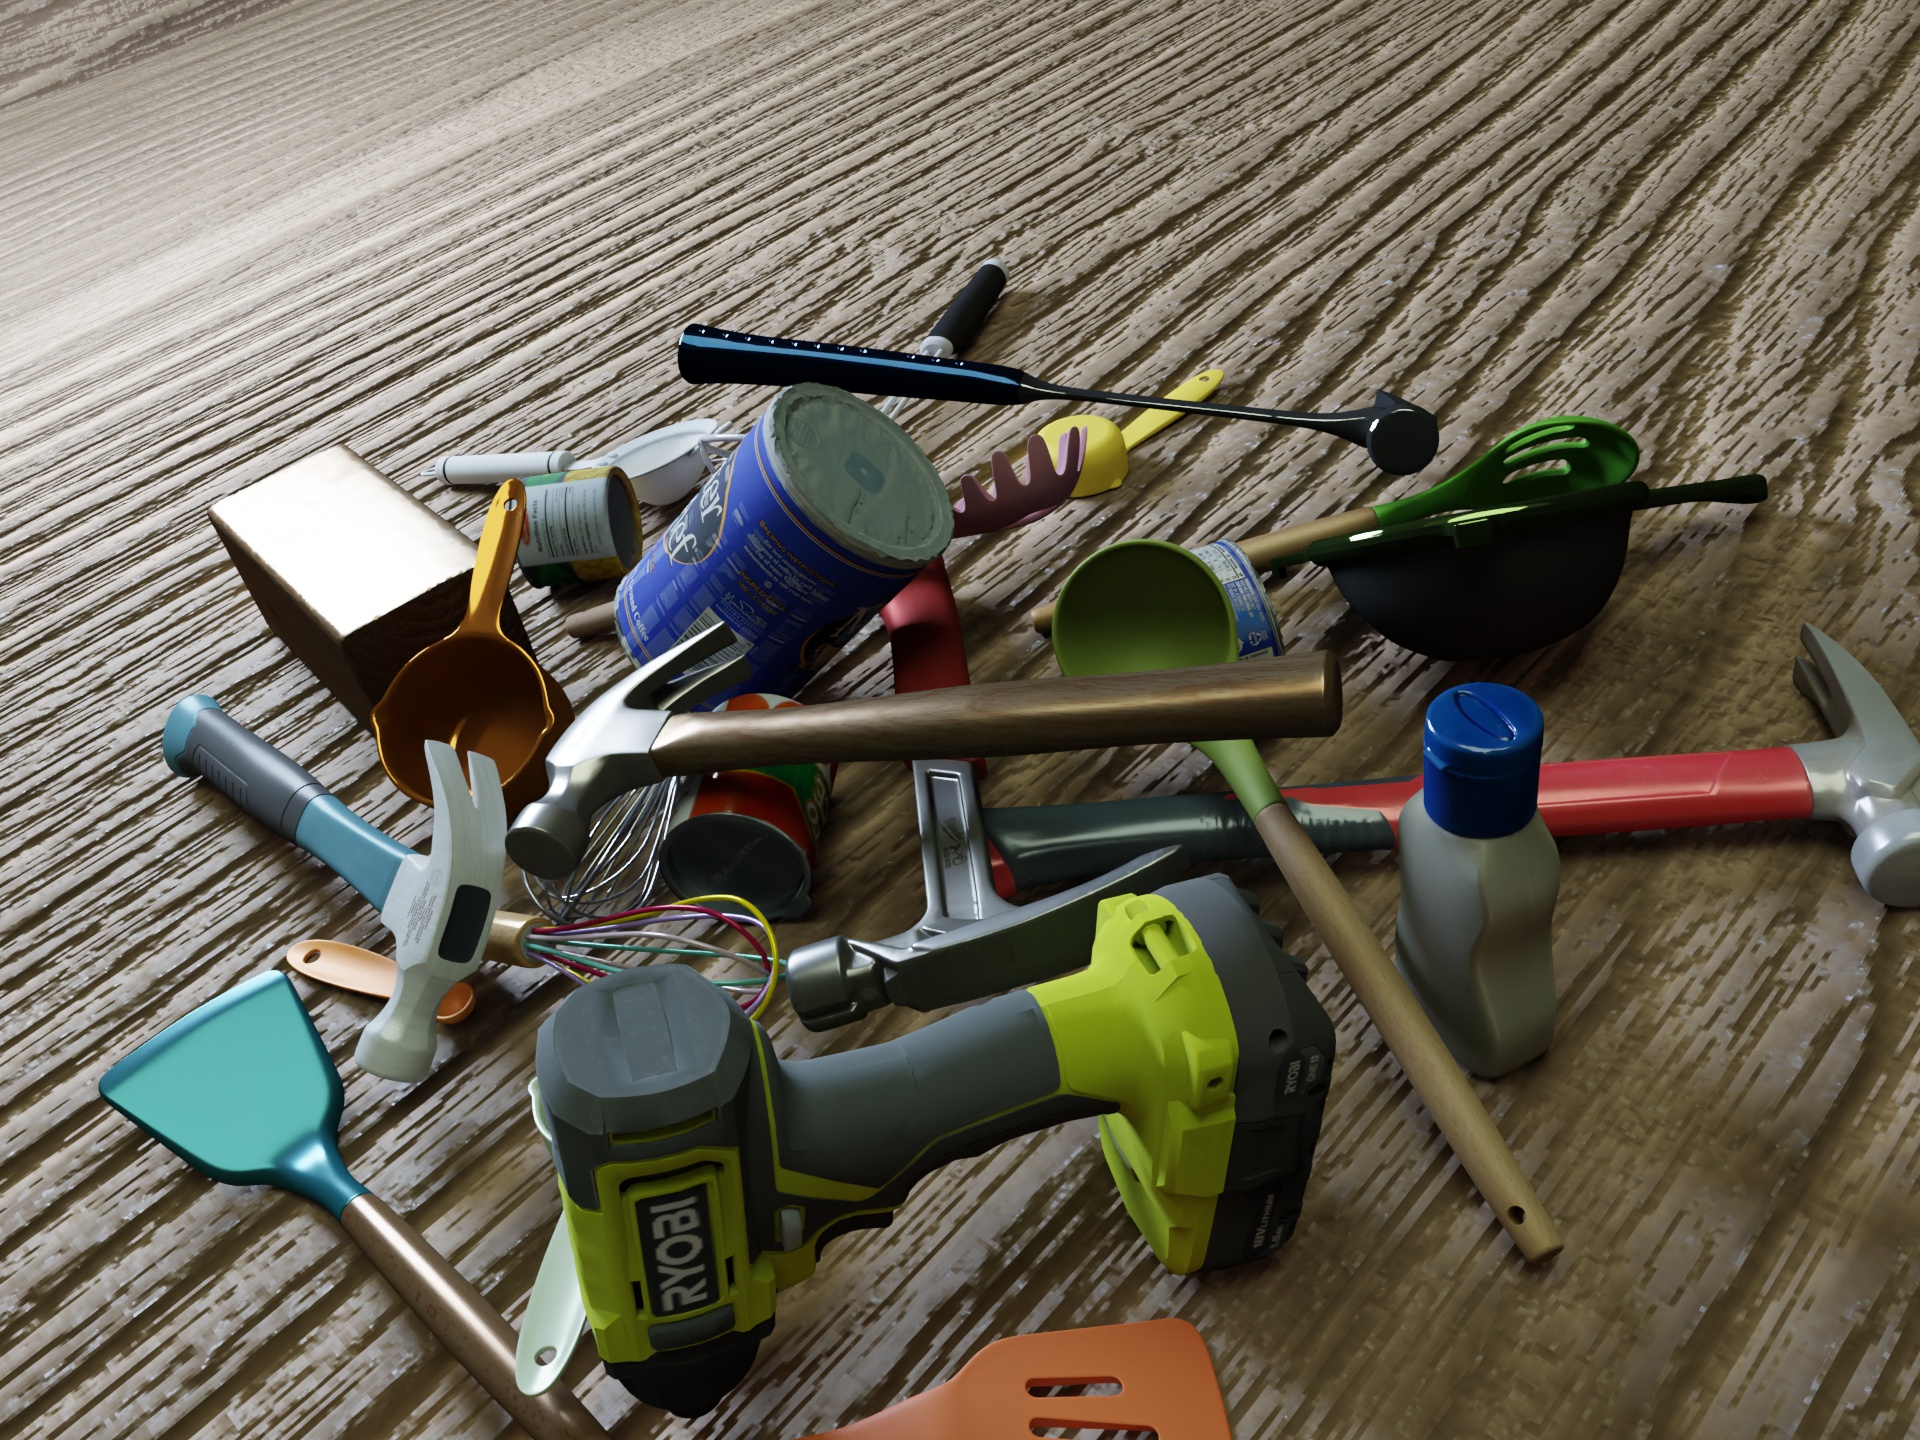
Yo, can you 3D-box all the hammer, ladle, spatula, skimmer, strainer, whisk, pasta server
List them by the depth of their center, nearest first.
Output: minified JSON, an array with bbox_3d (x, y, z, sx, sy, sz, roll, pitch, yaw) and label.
[{"bbox_3d":[-0.078,0.241,0.492,0.322,0.041,0.081,-13,37,6],"label":"spatula"},{"bbox_3d":[-0.209,0.181,0.568,0.318,0.044,0.082,20,44,42],"label":"spatula"},{"bbox_3d":[0.122,0.052,0.593,0.078,0.062,0.321,-43,50,21],"label":"ladle"},{"bbox_3d":[-0.017,0.001,0.633,0.331,0.031,0.130,-5,39,21],"label":"hammer"},{"bbox_3d":[-0.158,0.089,0.649,0.245,0.047,0.051,1,16,40],"label":"whisk"},{"bbox_3d":[0.187,0.028,0.669,0.386,0.038,0.143,-5,38,9],"label":"hammer"},{"bbox_3d":[-0.001,-0.002,0.708,0.149,0.036,0.359,-18,29,5],"label":"hammer"},{"bbox_3d":[-0.306,0.045,0.744,0.331,0.033,0.128,20,87,45],"label":"hammer"},{"bbox_3d":[0.287,-0.072,0.750,0.256,0.069,0.151,-10,3,-23],"label":"strainer"},{"bbox_3d":[-0.139,0.013,0.776,0.059,0.057,0.246,30,42,-4],"label":"whisk"},{"bbox_3d":[-0.078,-0.092,0.837,0.316,0.040,0.060,-13,6,22],"label":"pasta server"},{"bbox_3d":[0.046,-0.176,0.855,0.405,0.035,0.144,9,16,13],"label":"hammer"},{"bbox_3d":[-0.042,-0.232,1.008,0.127,0.090,0.363,6,42,22],"label":"skimmer"},{"bbox_3d":[-0.247,-0.162,1.019,0.258,0.050,0.087,3,35,27],"label":"strainer"}]

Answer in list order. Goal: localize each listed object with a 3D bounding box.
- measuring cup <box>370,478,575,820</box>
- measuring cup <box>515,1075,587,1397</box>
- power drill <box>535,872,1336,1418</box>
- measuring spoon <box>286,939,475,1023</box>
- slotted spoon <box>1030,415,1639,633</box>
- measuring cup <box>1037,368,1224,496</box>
[{"bbox_3d":[-0.228,-0.032,0.790,0.095,0.052,0.174,2,70,12],"label":"measuring cup"},{"bbox_3d":[-0.122,0.172,0.560,0.083,0.038,0.168,-5,32,8],"label":"measuring cup"},{"bbox_3d":[-0.008,0.136,0.494,0.223,0.171,0.080,-10,37,-15],"label":"power drill"},{"bbox_3d":[-0.258,0.116,0.705,0.117,0.011,0.021,9,47,30],"label":"measuring spoon"},{"bbox_3d":[0.187,-0.097,0.814,0.314,0.070,0.031,-17,55,4],"label":"slotted spoon"},{"bbox_3d":[0.105,-0.185,0.957,0.156,0.029,0.062,-37,45,-26],"label":"measuring cup"}]
